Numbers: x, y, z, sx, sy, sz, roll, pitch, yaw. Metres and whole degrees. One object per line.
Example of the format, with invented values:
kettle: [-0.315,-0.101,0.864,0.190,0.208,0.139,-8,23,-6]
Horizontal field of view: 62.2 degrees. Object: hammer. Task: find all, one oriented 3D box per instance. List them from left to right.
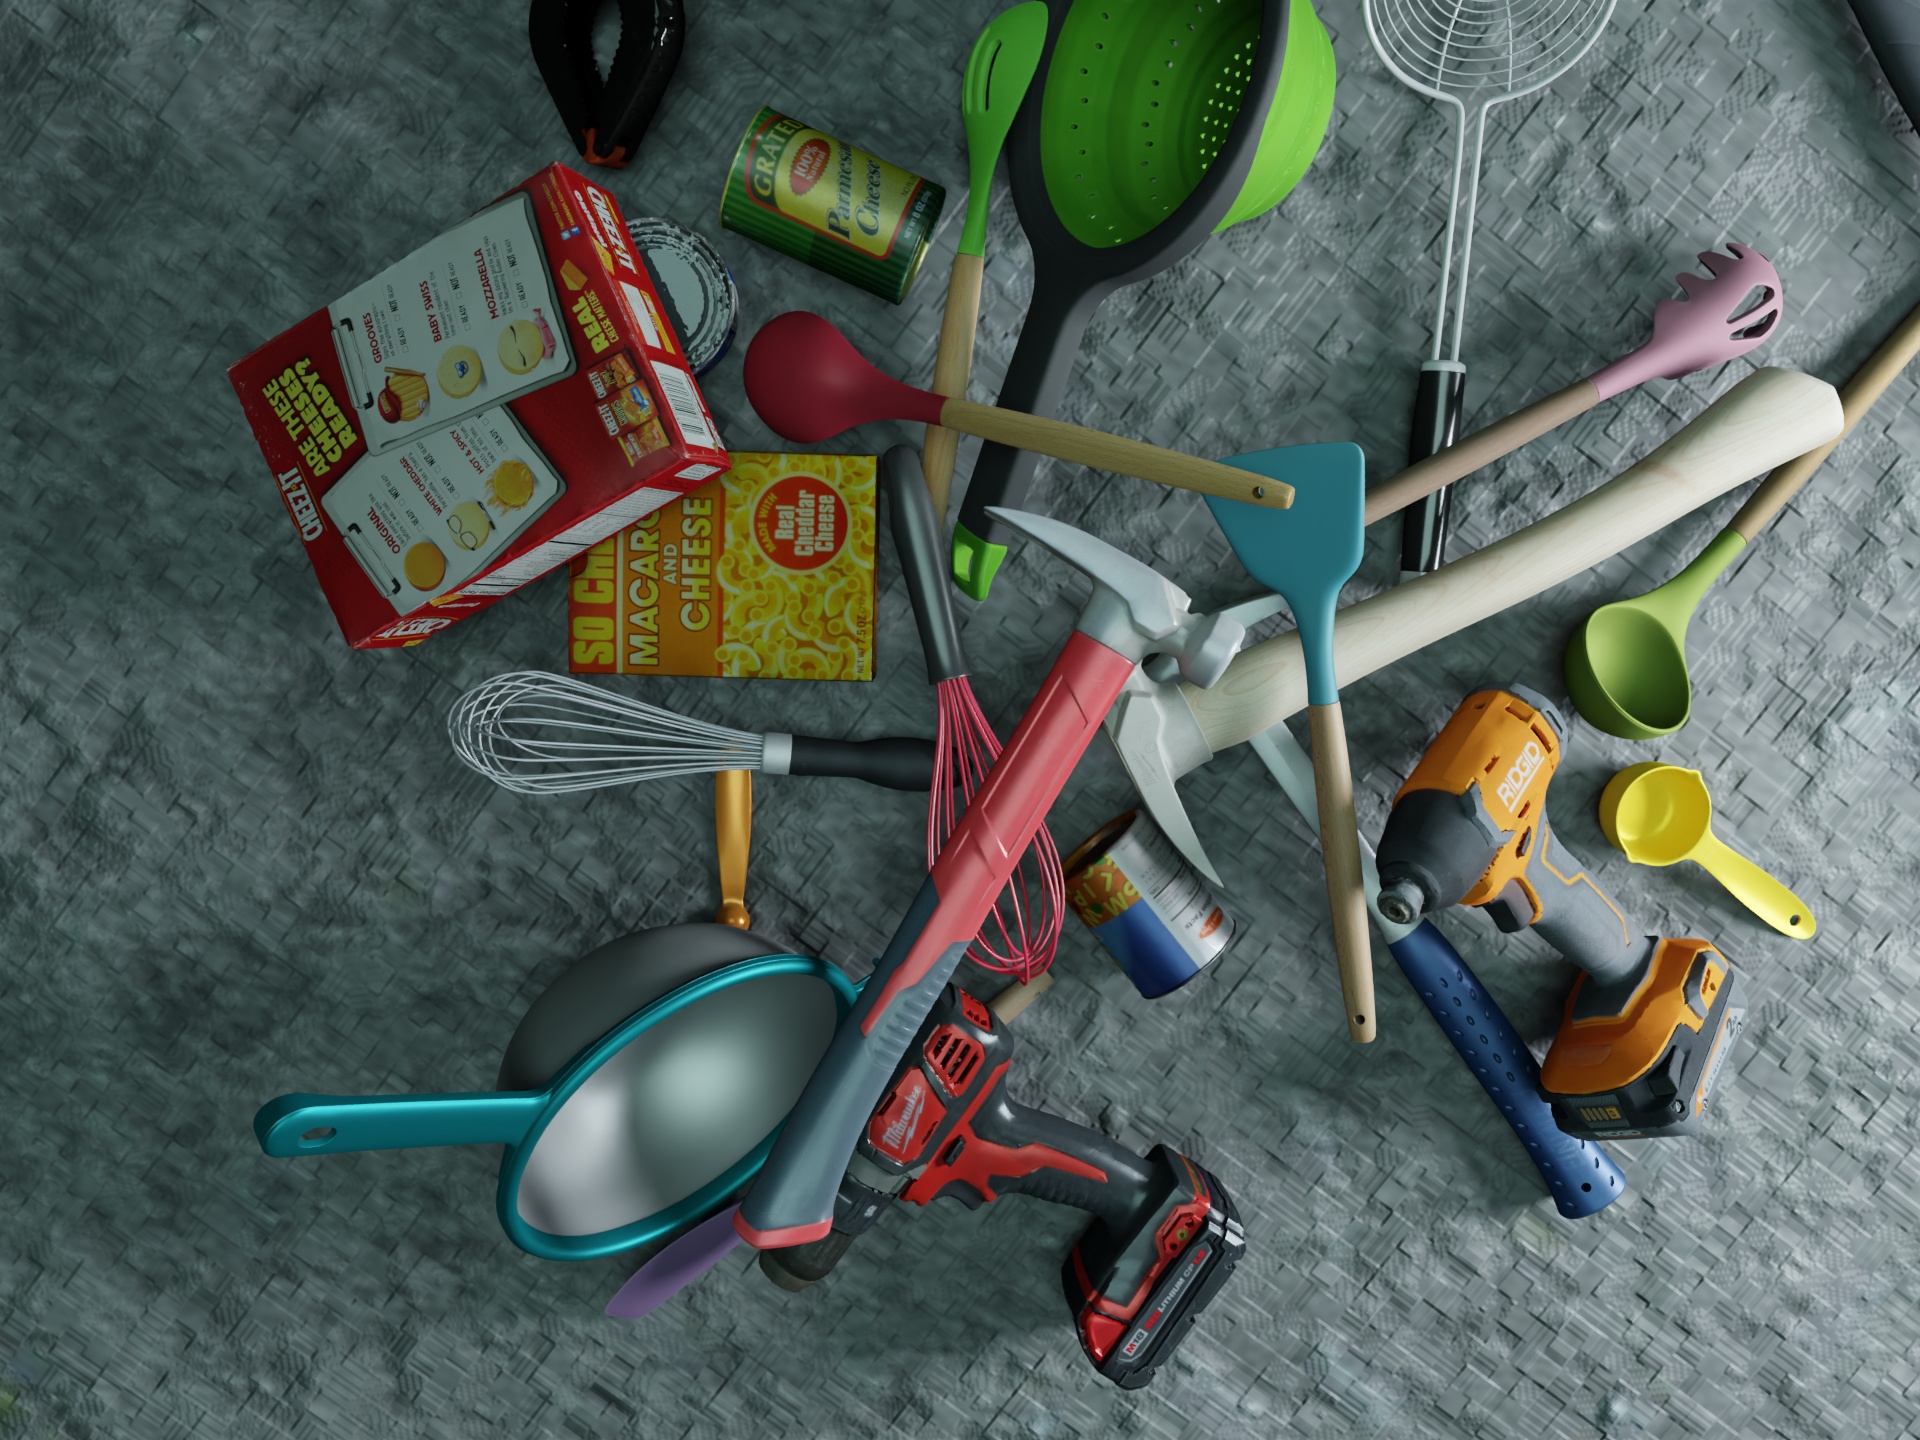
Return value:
hammer: [-0.018,0.084,0.792,0.143,0.038,0.386,31,92,3]
hammer: [0.249,0.106,0.893,0.144,0.035,0.405,-36,95,3]
hammer: [0.273,-0.062,0.838,0.410,0.038,0.146,-27,97,3]
hammer: [0.555,-0.252,0.848,0.149,0.036,0.409,-30,93,-13]

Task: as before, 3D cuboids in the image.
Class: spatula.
spatula: [-0.073,0.241,0.905,0.316,0.059,0.018,-38,58,0]
spatula: [0.184,0.019,0.808,0.082,0.044,0.317,-5,101,23]

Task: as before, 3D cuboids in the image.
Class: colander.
colander: [0.093,-0.243,0.826,0.094,0.205,0.397,4,116,-35]

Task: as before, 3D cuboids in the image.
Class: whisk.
whisk: [-0.133,0.016,0.868,0.284,0.070,0.070,5,96,-9]
whisk: [-0.001,-0.003,0.847,0.073,0.073,0.296,-13,89,1]

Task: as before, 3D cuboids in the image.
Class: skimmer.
skimmer: [0.260,-0.248,0.828,0.127,0.090,0.363,6,97,11]

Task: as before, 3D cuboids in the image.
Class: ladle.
ladle: [0.016,-0.149,0.802,0.315,0.031,0.069,18,111,22]
ladle: [0.444,-0.120,0.862,0.078,0.062,0.320,41,92,-6]

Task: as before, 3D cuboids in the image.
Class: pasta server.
pasta server: [0.304,-0.163,0.838,0.316,0.040,0.060,-28,116,-4]

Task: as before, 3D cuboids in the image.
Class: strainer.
strainer: [-0.201,0.168,0.790,0.095,0.340,0.211,45,108,33]

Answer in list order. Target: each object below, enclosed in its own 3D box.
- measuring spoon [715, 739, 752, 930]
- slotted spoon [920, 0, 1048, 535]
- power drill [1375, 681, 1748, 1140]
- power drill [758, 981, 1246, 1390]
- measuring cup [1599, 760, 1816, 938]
measuring spoon: [-0.129,0.066,0.898,0.021,0.011,0.117,1,95,-1]
slotted spoon: [0.001,-0.223,0.852,0.031,0.070,0.313,4,102,-24]
power drill: [0.306,0.112,0.835,0.226,0.084,0.164,53,54,-9]
power drill: [0.019,0.273,0.874,0.226,0.080,0.188,35,95,-10]
measuring cup: [0.424,0.077,0.901,0.156,0.029,0.062,35,94,-15]
